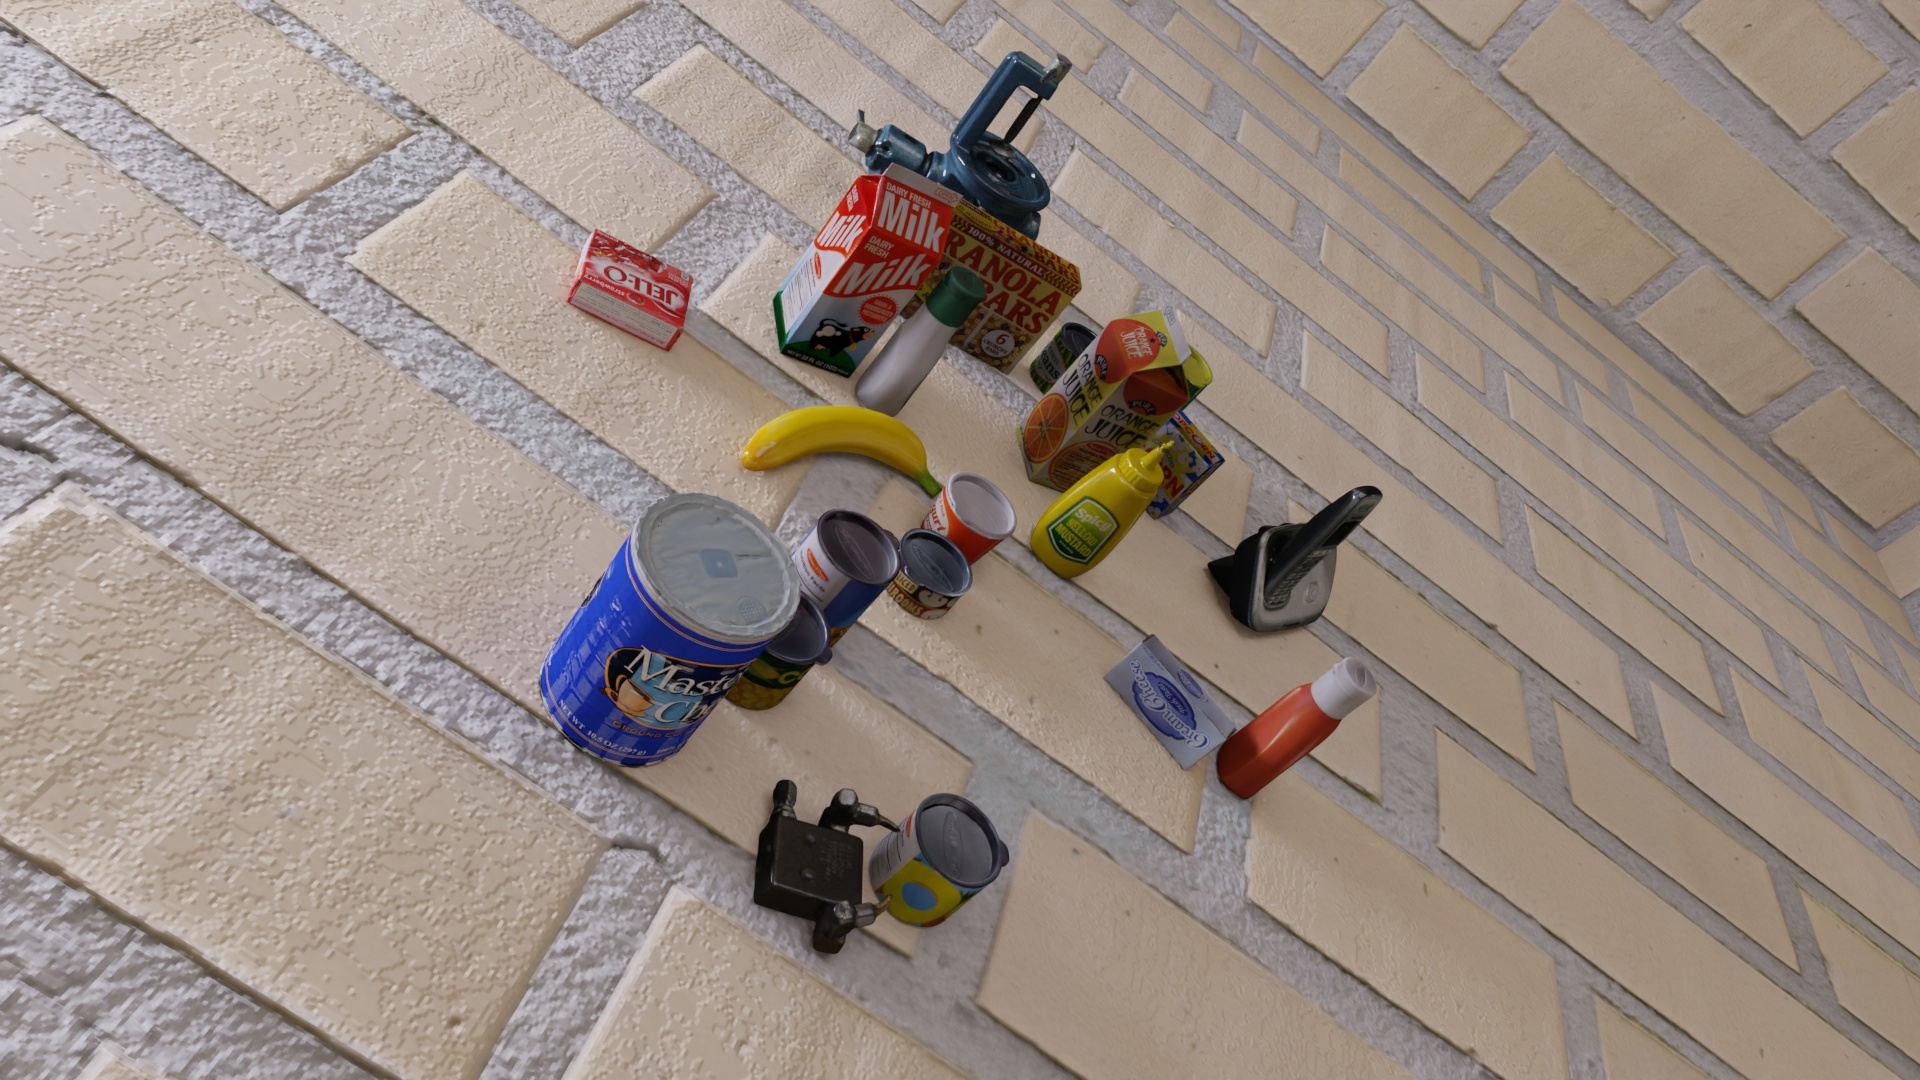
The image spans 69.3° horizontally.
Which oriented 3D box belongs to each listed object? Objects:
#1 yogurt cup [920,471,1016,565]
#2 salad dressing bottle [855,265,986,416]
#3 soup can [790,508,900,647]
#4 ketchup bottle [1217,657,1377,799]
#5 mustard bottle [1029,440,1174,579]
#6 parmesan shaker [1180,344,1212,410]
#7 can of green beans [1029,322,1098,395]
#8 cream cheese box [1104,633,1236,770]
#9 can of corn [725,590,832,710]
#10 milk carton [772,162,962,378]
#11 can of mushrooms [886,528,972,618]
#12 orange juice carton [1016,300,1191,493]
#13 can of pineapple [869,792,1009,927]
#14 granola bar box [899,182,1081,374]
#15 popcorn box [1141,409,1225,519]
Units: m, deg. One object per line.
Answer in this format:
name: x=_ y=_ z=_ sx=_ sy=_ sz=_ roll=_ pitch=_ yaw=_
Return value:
yogurt cup: x=0.004 y=-0.014 z=1.132 sx=0.072 sy=0.053 sz=0.073 roll=26 pitch=38 yaw=-22
salad dressing bottle: x=-0.034 y=-0.168 z=1.177 sx=0.044 sy=0.147 sz=0.064 roll=29 pitch=37 yaw=-18
soup can: x=-0.090 y=0.028 z=0.972 sx=0.071 sy=0.083 sz=0.072 roll=26 pitch=38 yaw=-22
ketchup bottle: x=0.274 y=0.150 z=1.135 sx=0.043 sy=0.148 sz=0.065 roll=38 pitch=35 yaw=-6
mustard bottle: x=0.125 y=-0.034 z=1.177 sx=0.065 sy=0.159 sz=0.049 roll=41 pitch=35 yaw=-3
parmesan shaker: x=0.199 y=-0.148 z=1.418 sx=0.071 sy=0.102 sz=0.072 roll=26 pitch=38 yaw=-22
can of green beans: x=0.112 y=-0.177 z=1.404 sx=0.071 sy=0.057 sz=0.071 roll=26 pitch=38 yaw=-22
cream cheese box: x=0.171 y=0.133 z=1.138 sx=0.104 sy=0.053 sz=0.024 roll=49 pitch=35 yaw=10
can of corn: x=-0.126 y=0.071 z=0.914 sx=0.071 sy=0.058 sz=0.071 roll=26 pitch=38 yaw=-22
milk carton: x=-0.079 y=-0.233 z=1.165 sx=0.072 sy=0.189 sz=0.074 roll=17 pitch=42 yaw=-31
can of mushrooms: x=-0.028 y=0.026 z=1.077 sx=0.071 sy=0.033 sz=0.071 roll=26 pitch=38 yaw=-22
orange juice carton: x=0.139 y=-0.129 z=1.262 sx=0.073 sy=0.191 sz=0.072 roll=18 pitch=42 yaw=-31
can of pineapple: x=-0.014 y=0.204 z=0.881 sx=0.071 sy=0.057 sz=0.071 roll=26 pitch=38 yaw=-22
granola bar box: x=0.013 y=-0.247 z=1.325 sx=0.165 sy=0.123 sz=0.039 roll=27 pitch=38 yaw=-21
popcorn box: x=0.185 y=-0.096 z=1.365 sx=0.127 sy=0.085 sz=0.038 roll=51 pitch=36 yaw=13
